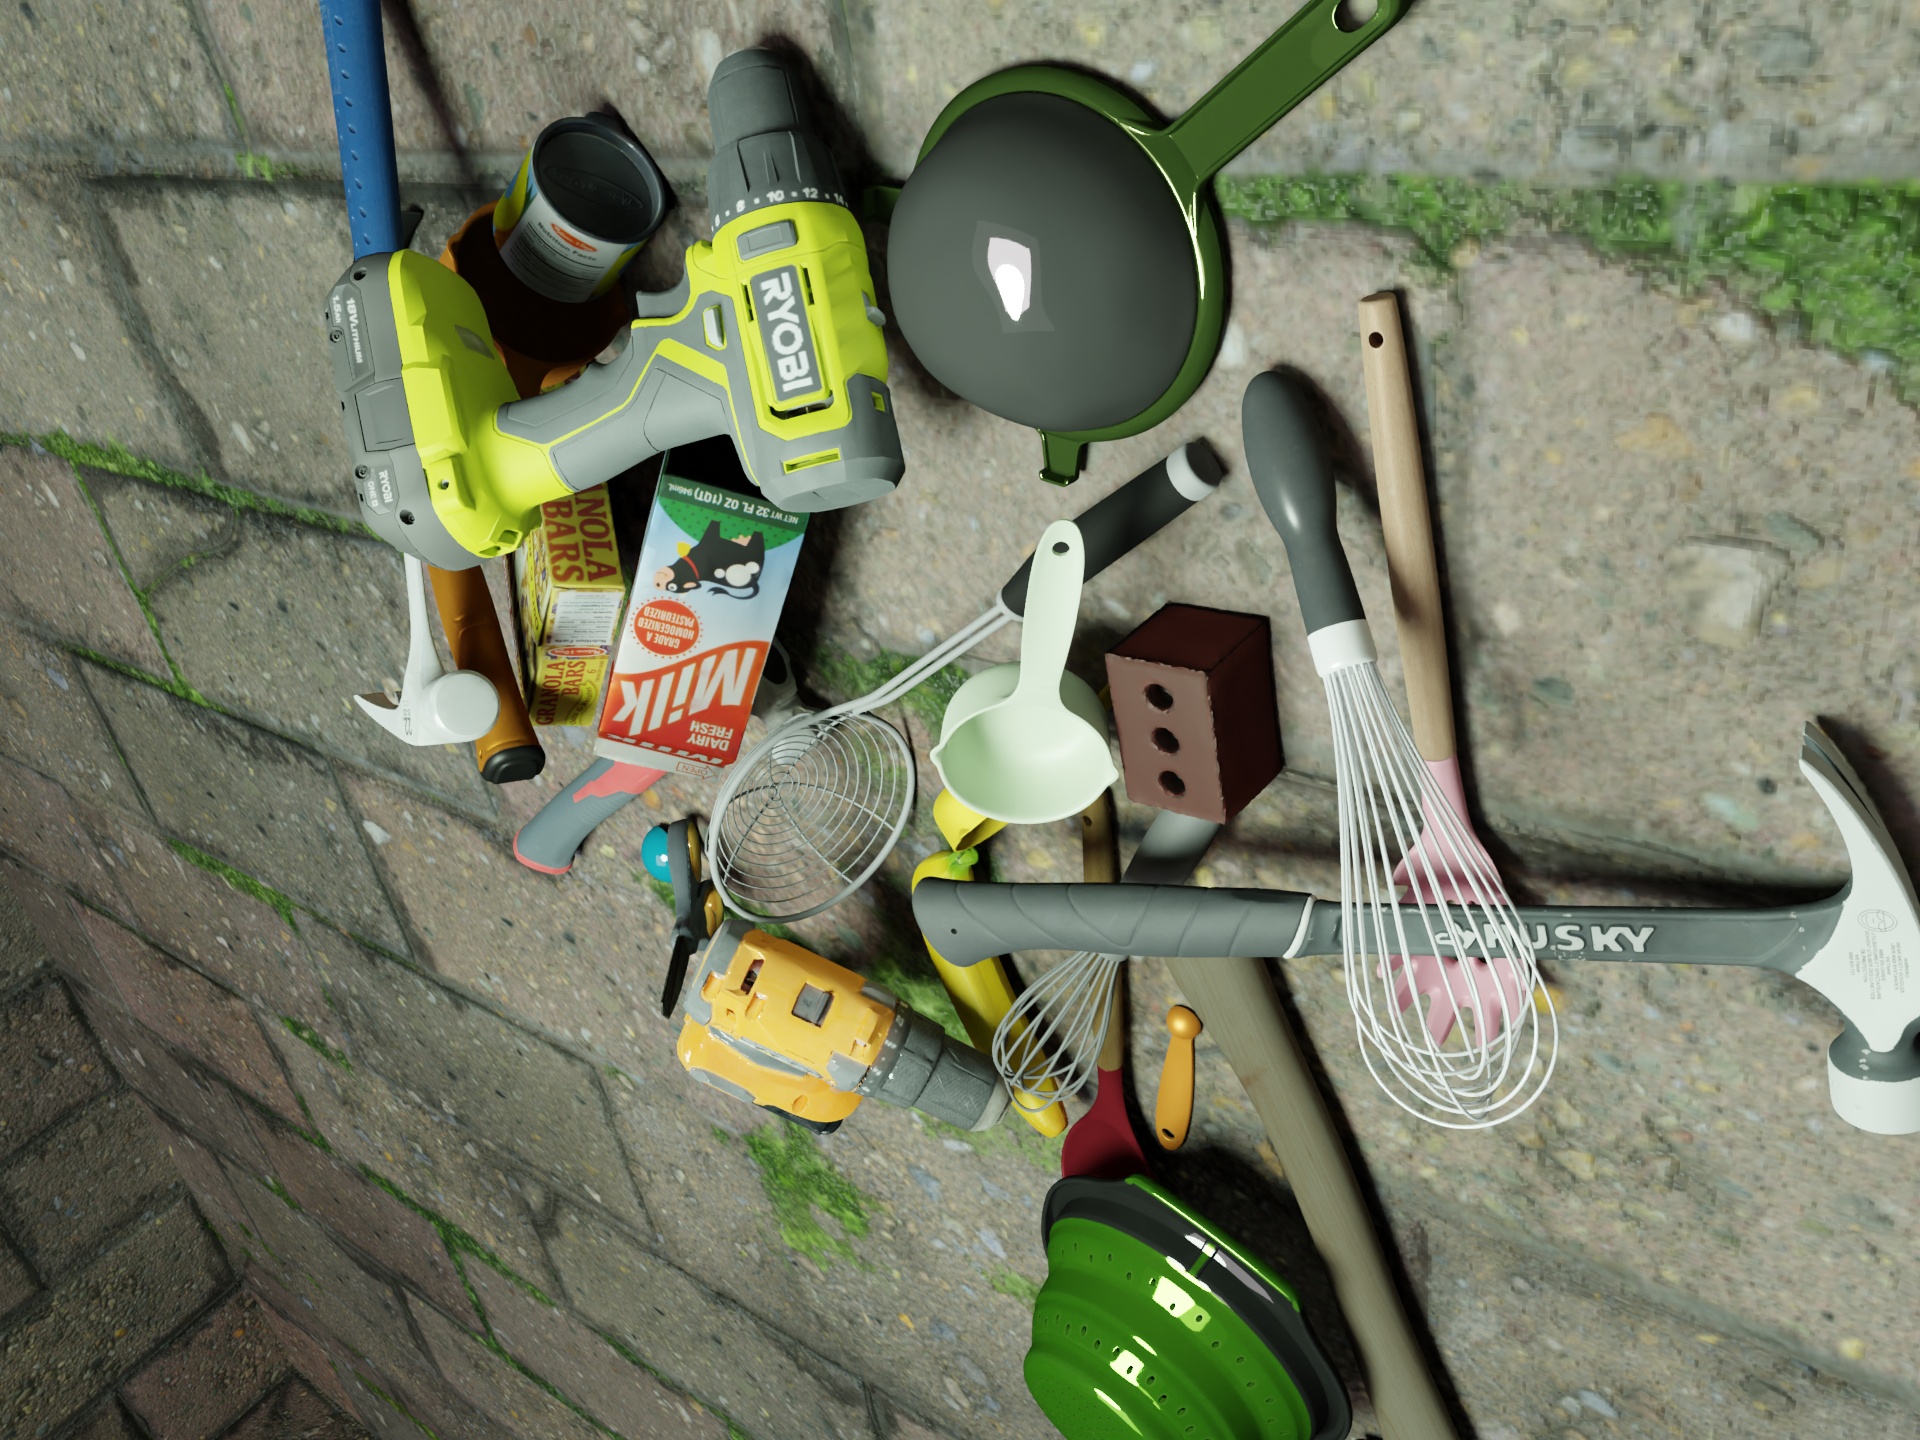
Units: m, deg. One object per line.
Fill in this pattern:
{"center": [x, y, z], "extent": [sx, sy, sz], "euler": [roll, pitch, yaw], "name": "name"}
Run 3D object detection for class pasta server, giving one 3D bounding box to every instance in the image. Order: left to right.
{"center": [0.181, -0.007, 0.618], "extent": [0.060, 0.040, 0.316], "euler": [1, 120, 30], "name": "pasta server"}

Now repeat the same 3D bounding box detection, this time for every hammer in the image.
{"center": [-0.288, -0.188, 0.794], "extent": [0.144, 0.035, 0.405], "euler": [-5, 91, 56], "name": "hammer"}
{"center": [-0.283, -0.119, 0.866], "extent": [0.127, 0.034, 0.337], "euler": [-53, 53, 49], "name": "hammer"}
{"center": [-0.219, 0.016, 1.020], "extent": [0.143, 0.038, 0.386], "euler": [55, 141, -3], "name": "hammer"}
{"center": [0.156, 0.080, 0.645], "extent": [0.409, 0.036, 0.149], "euler": [-3, 113, 32], "name": "hammer"}
{"center": [0.206, 0.268, 0.814], "extent": [0.146, 0.038, 0.410], "euler": [-6, 115, 44], "name": "hammer"}

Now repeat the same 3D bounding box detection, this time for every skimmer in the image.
{"center": [-0.001, -0.002, 0.753], "extent": [0.363, 0.127, 0.090], "euler": [-34, 66, 44], "name": "skimmer"}

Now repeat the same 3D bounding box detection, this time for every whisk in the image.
{"center": [0.074, 0.111, 0.783], "extent": [0.055, 0.055, 0.238], "euler": [38, 126, 15], "name": "whisk"}
{"center": [0.146, 0.005, 0.576], "extent": [0.070, 0.070, 0.285], "euler": [-28, 73, 51], "name": "whisk"}

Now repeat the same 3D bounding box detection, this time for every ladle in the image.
{"center": [0.078, 0.166, 0.863], "extent": [0.069, 0.031, 0.315], "euler": [23, 132, 37], "name": "ladle"}

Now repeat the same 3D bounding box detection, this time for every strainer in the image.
{"center": [0.052, -0.183, 0.576], "extent": [0.151, 0.069, 0.256], "euler": [55, 143, -6], "name": "strainer"}

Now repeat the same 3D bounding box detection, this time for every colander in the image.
{"center": [0.102, 0.409, 0.935], "extent": [0.205, 0.094, 0.396], "euler": [33, 147, 24], "name": "colander"}

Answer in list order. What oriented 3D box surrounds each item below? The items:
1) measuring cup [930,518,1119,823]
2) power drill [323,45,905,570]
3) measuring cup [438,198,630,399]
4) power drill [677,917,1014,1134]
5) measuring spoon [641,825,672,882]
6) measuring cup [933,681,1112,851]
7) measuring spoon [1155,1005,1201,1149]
{"center": [0.033, -0.025, 0.674], "extent": [0.083, 0.038, 0.167], "euler": [6, 132, -1], "name": "measuring cup"}
{"center": [-0.146, -0.168, 0.681], "extent": [0.228, 0.080, 0.190], "euler": [-13, 87, 12], "name": "power drill"}
{"center": [-0.225, -0.171, 0.790], "extent": [0.052, 0.095, 0.174], "euler": [-14, 65, 52], "name": "measuring cup"}
{"center": [-0.075, 0.192, 0.935], "extent": [0.185, 0.084, 0.226], "euler": [26, 159, -5], "name": "power drill"}
{"center": [-0.192, 0.130, 1.091], "extent": [0.042, 0.021, 0.128], "euler": [27, 140, 50], "name": "measuring spoon"}
{"center": [0.037, 0.010, 0.768], "extent": [0.029, 0.062, 0.156], "euler": [52, 132, 15], "name": "measuring cup"}
{"center": [0.116, 0.198, 0.863], "extent": [0.021, 0.011, 0.116], "euler": [25, 135, 28], "name": "measuring spoon"}
